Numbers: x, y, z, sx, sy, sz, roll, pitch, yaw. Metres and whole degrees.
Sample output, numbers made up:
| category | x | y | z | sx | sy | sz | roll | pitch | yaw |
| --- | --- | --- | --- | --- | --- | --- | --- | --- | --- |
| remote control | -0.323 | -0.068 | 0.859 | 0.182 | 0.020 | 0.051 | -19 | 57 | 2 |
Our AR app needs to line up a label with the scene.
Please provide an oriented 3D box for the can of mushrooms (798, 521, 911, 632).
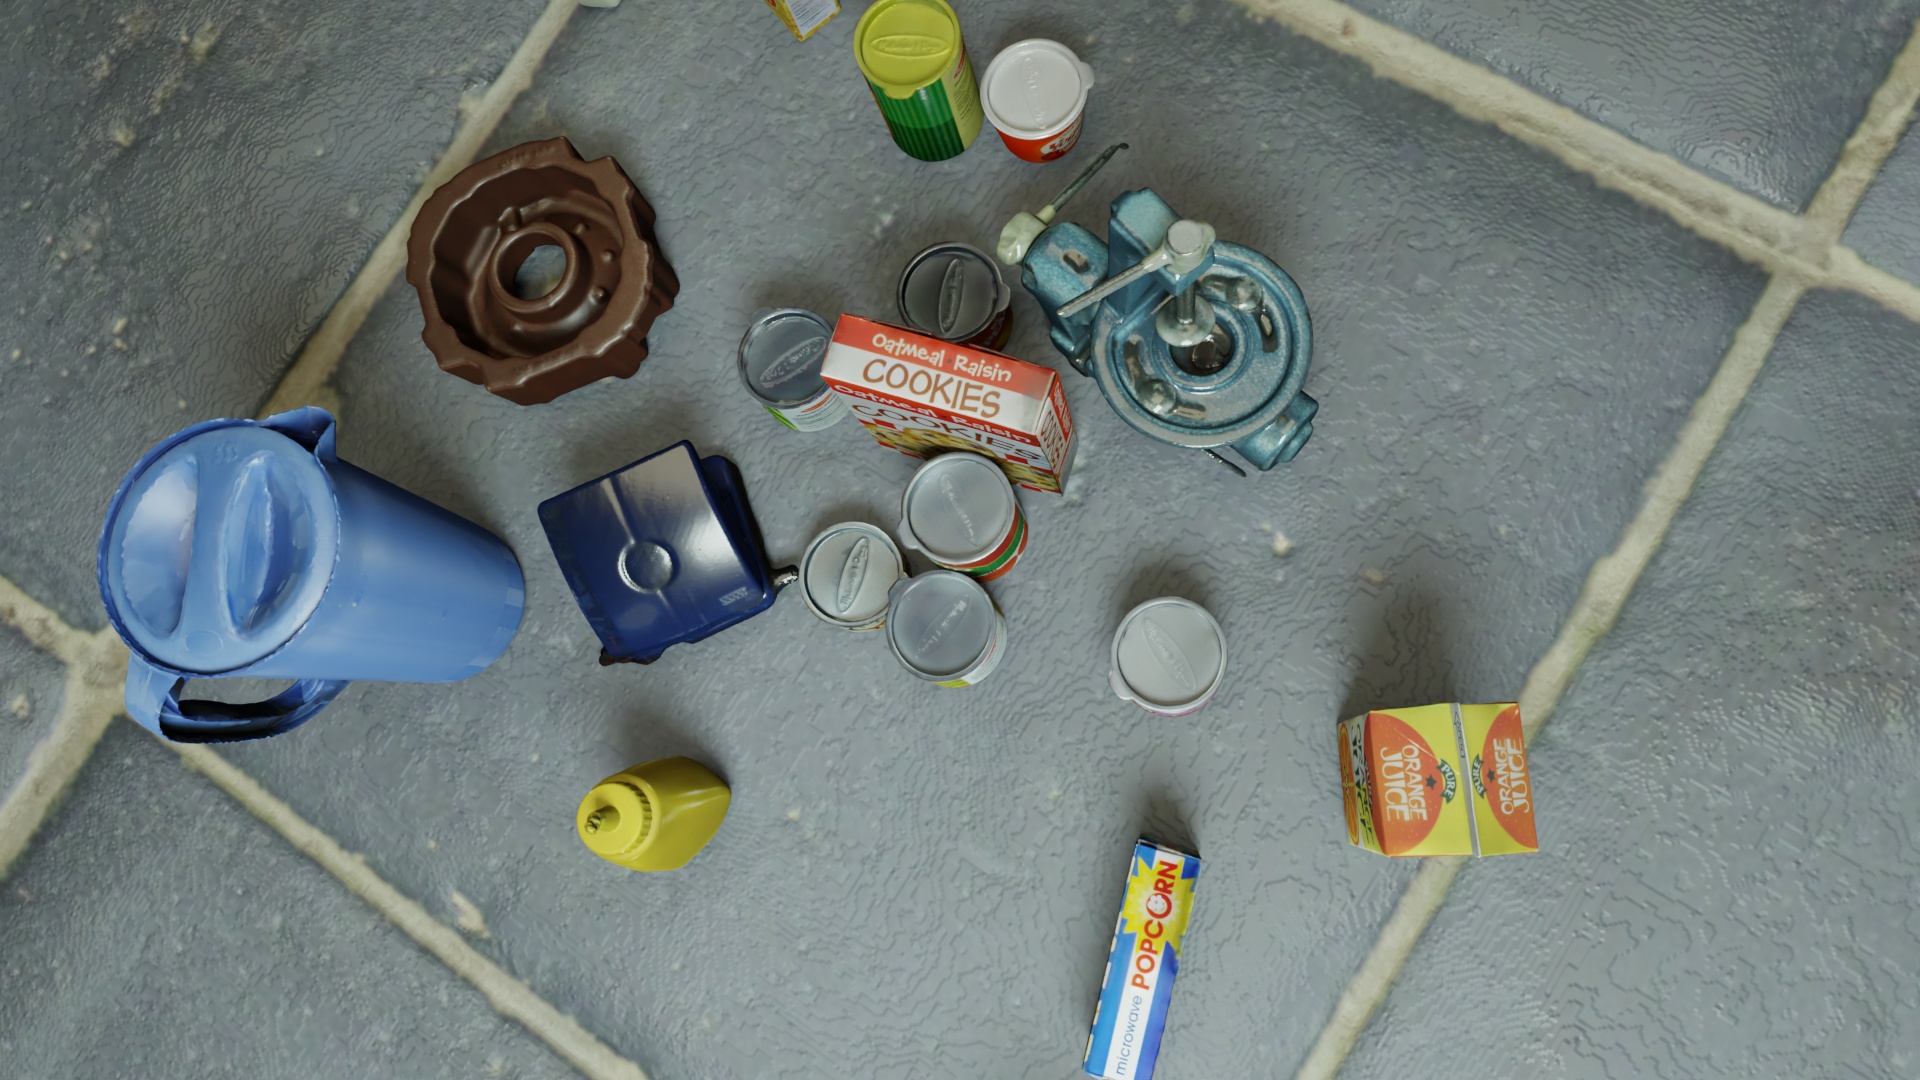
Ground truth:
| category | x | y | z | sx | sy | sz | roll | pitch | yaw |
| --- | --- | --- | --- | --- | --- | --- | --- | --- | --- |
| can of mushrooms | -0.063 | 0.024 | 0.865 | 0.071 | 0.033 | 0.071 | -2 | 79 | 8 |

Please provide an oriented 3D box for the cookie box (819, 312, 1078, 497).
| category | x | y | z | sx | sy | sz | roll | pitch | yaw |
| --- | --- | --- | --- | --- | --- | --- | --- | --- | --- |
| cookie box | 0.000 | -0.075 | 0.805 | 0.123 | 0.167 | 0.040 | 16 | 83 | 11 |

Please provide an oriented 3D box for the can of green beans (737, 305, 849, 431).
| category | x | y | z | sx | sy | sz | roll | pitch | yaw |
| --- | --- | --- | --- | --- | --- | --- | --- | --- | --- |
| can of green beans | -0.102 | -0.108 | 0.883 | 0.071 | 0.057 | 0.071 | -2 | 79 | 9 |

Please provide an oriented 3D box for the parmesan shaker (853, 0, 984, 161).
| category | x | y | z | sx | sy | sz | roll | pitch | yaw |
| --- | --- | --- | --- | --- | --- | --- | --- | --- | --- |
| parmesan shaker | -0.025 | -0.289 | 0.883 | 0.071 | 0.103 | 0.071 | -2 | 80 | 9 |

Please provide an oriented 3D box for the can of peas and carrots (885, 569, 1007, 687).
| category | x | y | z | sx | sy | sz | roll | pitch | yaw |
| --- | --- | --- | --- | --- | --- | --- | --- | --- | --- |
| can of peas and carrots | -0.009 | 0.053 | 0.838 | 0.071 | 0.058 | 0.071 | -2 | 79 | 9 |

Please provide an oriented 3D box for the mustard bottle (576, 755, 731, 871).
| category | x | y | z | sx | sy | sz | roll | pitch | yaw |
| --- | --- | --- | --- | --- | --- | --- | --- | --- | --- |
| mustard bottle | -0.180 | 0.156 | 0.793 | 0.049 | 0.160 | 0.065 | 32 | 86 | 13 |

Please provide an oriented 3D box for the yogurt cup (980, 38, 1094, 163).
| category | x | y | z | sx | sy | sz | roll | pitch | yaw |
| --- | --- | --- | --- | --- | --- | --- | --- | --- | --- |
| yogurt cup | 0.050 | -0.280 | 0.895 | 0.072 | 0.054 | 0.072 | -2 | 79 | 8 |

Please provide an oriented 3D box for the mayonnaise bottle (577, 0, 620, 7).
| category | x | y | z | sx | sy | sz | roll | pitch | yaw |
| --- | --- | --- | --- | --- | --- | --- | --- | --- | --- |
| mayonnaise bottle | -0.263 | -0.418 | 0.921 | 0.041 | 0.148 | 0.065 | 8 | 81 | 10 |

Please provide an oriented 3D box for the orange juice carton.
| category | x | y | z | sx | sy | sz | roll | pitch | yaw |
| --- | --- | --- | --- | --- | --- | --- | --- | --- | --- |
| orange juice carton | 0.244 | 0.124 | 0.717 | 0.073 | 0.192 | 0.072 | -5 | 79 | 8 |

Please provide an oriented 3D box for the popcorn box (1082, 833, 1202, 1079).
| category | x | y | z | sx | sy | sz | roll | pitch | yaw |
| --- | --- | --- | --- | --- | --- | --- | --- | --- | --- |
| popcorn box | 0.102 | 0.232 | 0.774 | 0.038 | 0.085 | 0.127 | 13 | 82 | 11 |

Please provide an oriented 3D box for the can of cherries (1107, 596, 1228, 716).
| category | x | y | z | sx | sy | sz | roll | pitch | yaw |
| --- | --- | --- | --- | --- | --- | --- | --- | --- | --- |
| can of cherries | 0.120 | 0.070 | 0.815 | 0.071 | 0.058 | 0.071 | -2 | 79 | 9 |

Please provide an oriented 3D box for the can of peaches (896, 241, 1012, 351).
| category | x | y | z | sx | sy | sz | roll | pitch | yaw |
| --- | --- | --- | --- | --- | --- | --- | --- | --- | --- |
| can of peaches | 0.000 | -0.146 | 0.875 | 0.071 | 0.058 | 0.071 | -2 | 79 | 9 |

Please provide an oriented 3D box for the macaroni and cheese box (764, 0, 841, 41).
| category | x | y | z | sx | sy | sz | roll | pitch | yaw |
| --- | --- | --- | --- | --- | --- | --- | --- | --- | --- |
| macaroni and cheese box | -0.145 | -0.414 | 0.892 | 0.040 | 0.166 | 0.124 | -39 | 77 | 1 |

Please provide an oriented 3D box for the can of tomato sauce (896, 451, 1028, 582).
| category | x | y | z | sx | sy | sz | roll | pitch | yaw |
| --- | --- | --- | --- | --- | --- | --- | --- | --- | --- |
| can of tomato sauce | 0.003 | -0.010 | 0.836 | 0.071 | 0.083 | 0.071 | -2 | 80 | 9 |
